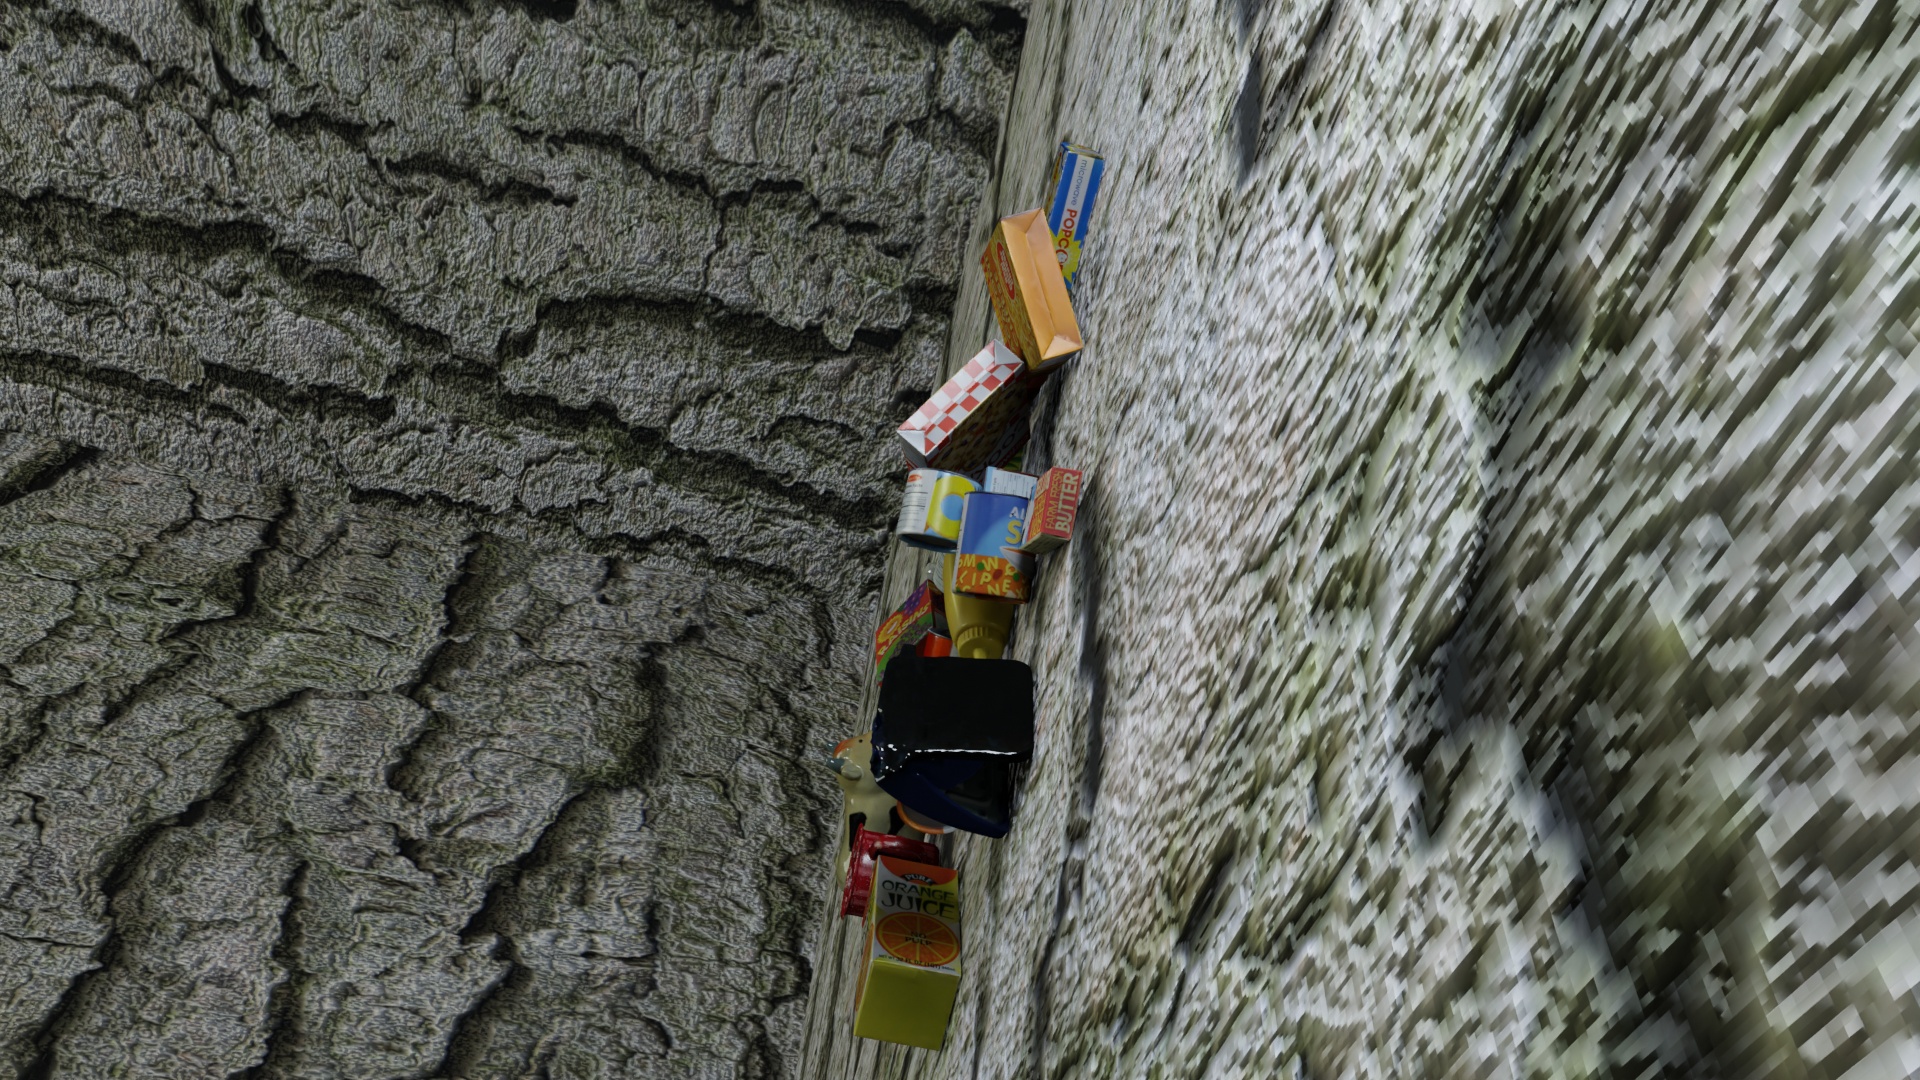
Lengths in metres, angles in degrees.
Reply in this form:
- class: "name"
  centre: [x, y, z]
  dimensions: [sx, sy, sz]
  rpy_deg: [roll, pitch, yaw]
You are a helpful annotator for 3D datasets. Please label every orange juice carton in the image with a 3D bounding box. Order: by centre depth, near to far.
- class: "orange juice carton"
  centre: [-0.043, 0.327, 1.156]
  dimensions: [0.193, 0.072, 0.072]
  rpy_deg: [-94, 17, -71]

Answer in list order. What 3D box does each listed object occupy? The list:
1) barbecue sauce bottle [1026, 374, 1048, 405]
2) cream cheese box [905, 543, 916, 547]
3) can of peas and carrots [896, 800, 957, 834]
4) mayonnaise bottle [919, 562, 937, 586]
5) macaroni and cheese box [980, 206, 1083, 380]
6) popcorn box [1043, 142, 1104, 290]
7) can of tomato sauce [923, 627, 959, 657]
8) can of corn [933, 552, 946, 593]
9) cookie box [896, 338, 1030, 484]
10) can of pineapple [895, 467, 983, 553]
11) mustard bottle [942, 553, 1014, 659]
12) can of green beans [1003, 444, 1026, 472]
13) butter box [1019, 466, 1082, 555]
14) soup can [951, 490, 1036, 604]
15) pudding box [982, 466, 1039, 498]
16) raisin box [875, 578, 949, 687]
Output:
- class: "barbecue sauce bottle"
  centre: [0.057, -0.158, 1.380]
  dimensions: [0.148, 0.044, 0.065]
  rpy_deg: [162, 120, -83]
- class: "cream cheese box"
  centre: [0.005, -0.016, 1.266]
  dimensions: [0.024, 0.104, 0.053]
  rpy_deg: [-99, 19, -45]
- class: "can of peas and carrots"
  centre: [-0.024, 0.214, 1.217]
  dimensions: [0.059, 0.071, 0.070]
  rpy_deg: [-86, 10, -55]
- class: "mayonnaise bottle"
  centre: [-0.020, 0.081, 1.554]
  dimensions: [0.147, 0.065, 0.041]
  rpy_deg: [103, 175, -53]
- class: "macaroni and cheese box"
  centre: [0.060, -0.210, 1.219]
  dimensions: [0.166, 0.040, 0.123]
  rpy_deg: [175, 79, -85]
- class: "popcorn box"
  centre: [0.099, -0.307, 1.309]
  dimensions: [0.085, 0.038, 0.126]
  rpy_deg: [-95, 18, -70]
- class: "can of tomato sauce"
  centre: [-0.006, 0.126, 1.250]
  dimensions: [0.071, 0.071, 0.083]
  rpy_deg: [-137, 59, -84]
- class: "can of corn"
  centre: [0.013, 0.019, 1.329]
  dimensions: [0.071, 0.071, 0.058]
  rpy_deg: [-88, 11, -62]
- class: "cookie box"
  centre: [0.008, -0.096, 1.273]
  dimensions: [0.123, 0.040, 0.167]
  rpy_deg: [-45, -18, -11]
- class: "can of pineapple"
  centre: [-0.016, -0.024, 1.183]
  dimensions: [0.071, 0.071, 0.058]
  rpy_deg: [125, 157, -77]
- class: "mustard bottle"
  centre: [0.018, 0.059, 1.208]
  dimensions: [0.161, 0.065, 0.048]
  rpy_deg: [-92, 10, -45]
- class: "can of green beans"
  centre: [0.032, -0.090, 1.404]
  dimensions: [0.071, 0.058, 0.071]
  rpy_deg: [-163, 86, -85]
- class: "butter box"
  centre: [0.068, -0.021, 1.049]
  dimensions: [0.103, 0.024, 0.053]
  rpy_deg: [132, 149, -80]
- class: "soup can"
  centre: [0.033, 0.007, 1.135]
  dimensions: [0.071, 0.071, 0.084]
  rpy_deg: [139, 139, -81]
- class: "pudding box"
  centre: [0.040, -0.023, 1.210]
  dimensions: [0.030, 0.050, 0.084]
  rpy_deg: [106, 174, -48]
- class: "raisin box"
  centre: [-0.045, 0.101, 1.416]
  dimensions: [0.086, 0.040, 0.124]
  rpy_deg: [-46, 18, 13]
